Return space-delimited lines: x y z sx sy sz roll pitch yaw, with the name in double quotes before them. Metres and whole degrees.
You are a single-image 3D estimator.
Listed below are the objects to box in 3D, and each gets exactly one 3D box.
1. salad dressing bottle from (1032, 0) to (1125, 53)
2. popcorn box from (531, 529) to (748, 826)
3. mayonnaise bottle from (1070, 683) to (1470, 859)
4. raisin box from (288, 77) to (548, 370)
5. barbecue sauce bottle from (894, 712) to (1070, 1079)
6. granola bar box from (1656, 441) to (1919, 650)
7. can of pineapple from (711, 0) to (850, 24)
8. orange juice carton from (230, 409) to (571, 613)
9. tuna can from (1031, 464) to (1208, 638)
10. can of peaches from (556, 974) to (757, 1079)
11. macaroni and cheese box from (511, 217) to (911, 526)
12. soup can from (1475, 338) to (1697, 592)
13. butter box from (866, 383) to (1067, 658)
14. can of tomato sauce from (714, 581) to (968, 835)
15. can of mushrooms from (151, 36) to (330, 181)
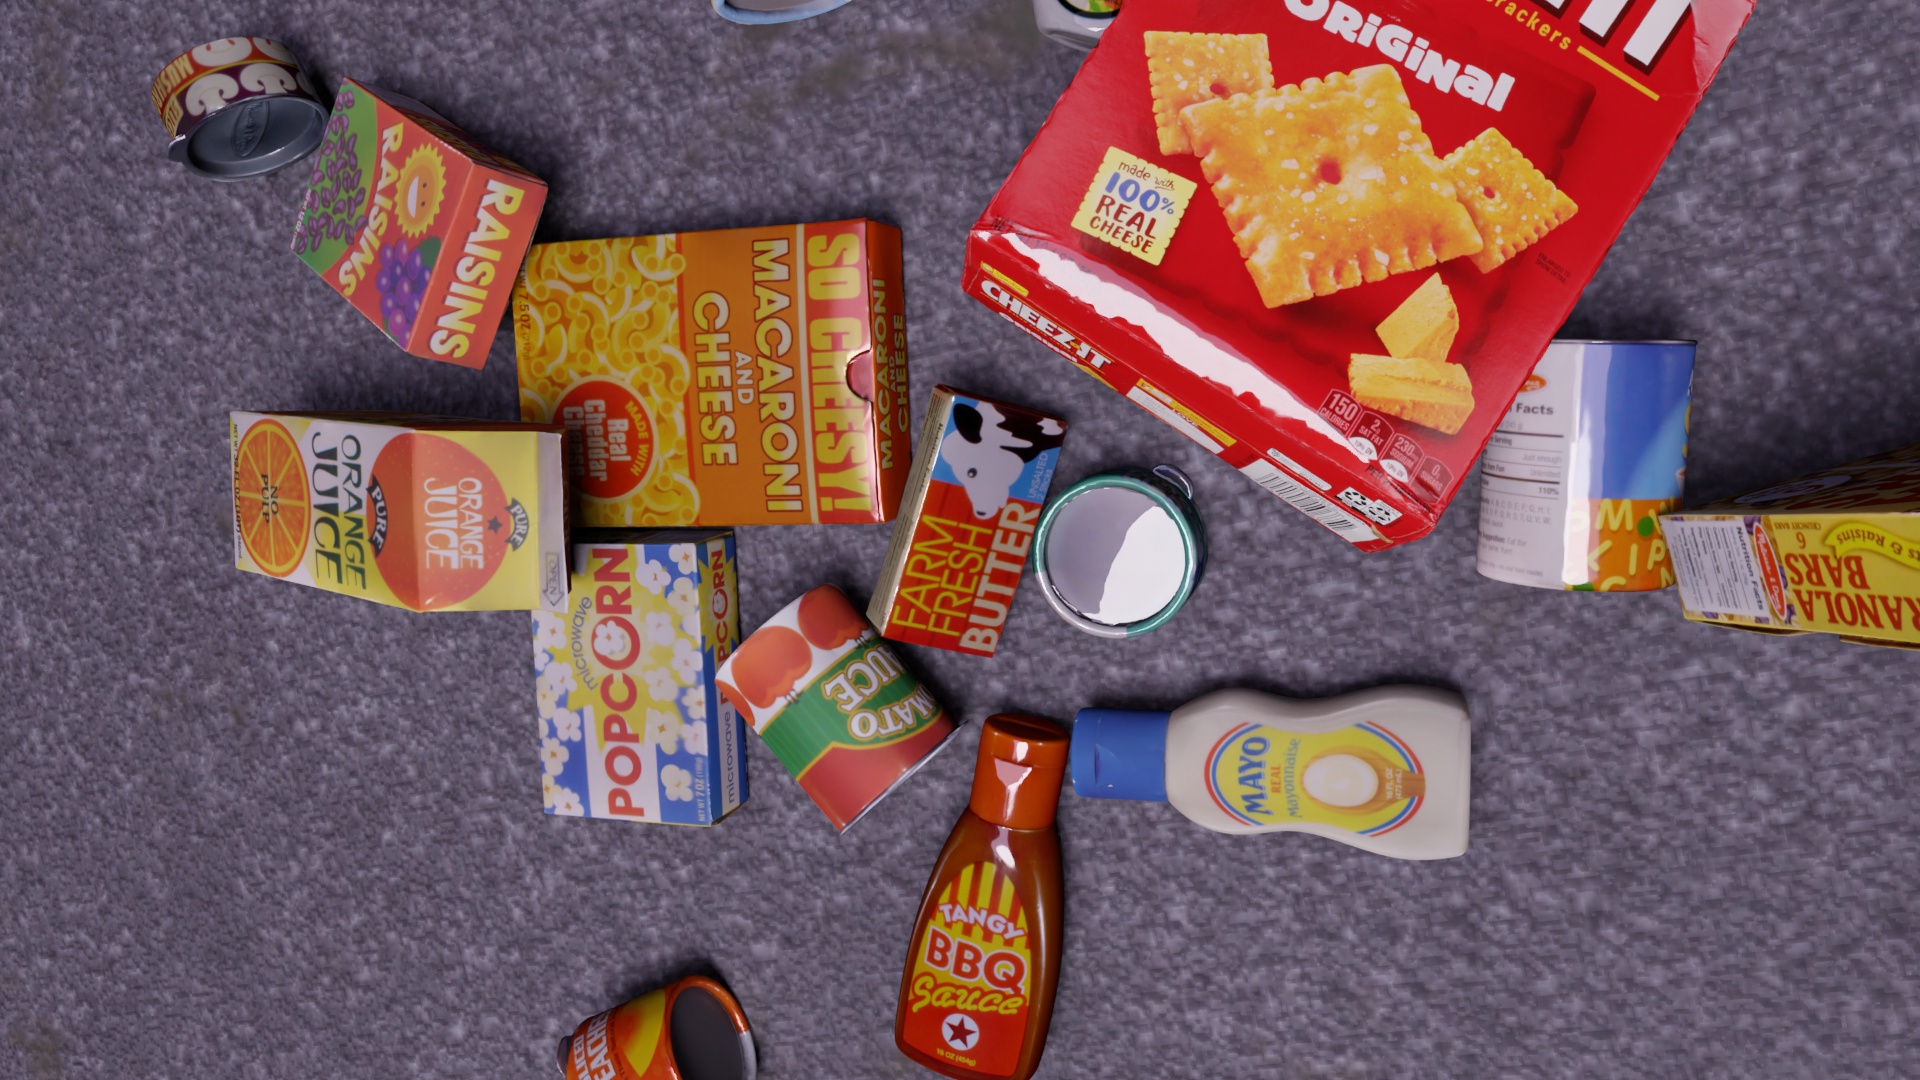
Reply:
"salad dressing bottle" 0.069 -0.257 0.512 0.064 0.044 0.147 18 101 13
"popcorn box" -0.143 0.060 0.617 0.085 0.038 0.126 0 96 18
"mayonnaise bottle" 0.118 0.086 0.538 0.148 0.041 0.064 0 99 17
"raisin box" -0.236 -0.138 0.600 0.123 0.040 0.086 35 106 36
"barbecue sauce bottle" 0.015 0.147 0.577 0.065 0.044 0.148 13 100 16
"granola bar box" 0.313 -0.011 0.397 0.166 0.124 0.039 -15 91 -3
"can of pineapple" -0.074 -0.242 0.546 0.071 0.071 0.058 -12 93 18
"orange juice carton" -0.226 -0.016 0.585 0.192 0.073 0.071 7 100 37
"tuna can" 0.065 0.003 0.550 0.071 0.033 0.071 2 98 17
"can of peaches" -0.134 0.234 0.619 0.058 0.071 0.071 -27 88 18
"macaroni and cheese box" -0.107 -0.068 0.590 0.166 0.040 0.123 0 97 18
"soup can" 0.218 -0.028 0.483 0.071 0.071 0.083 3 98 17
"butter box" 0.002 -0.007 0.560 0.053 0.024 0.103 12 102 -22
"can of tomato sauce" -0.049 0.067 0.575 0.071 0.071 0.083 -44 82 17
"can of mushrooms" -0.327 -0.195 0.628 0.071 0.071 0.033 -29 86 18
